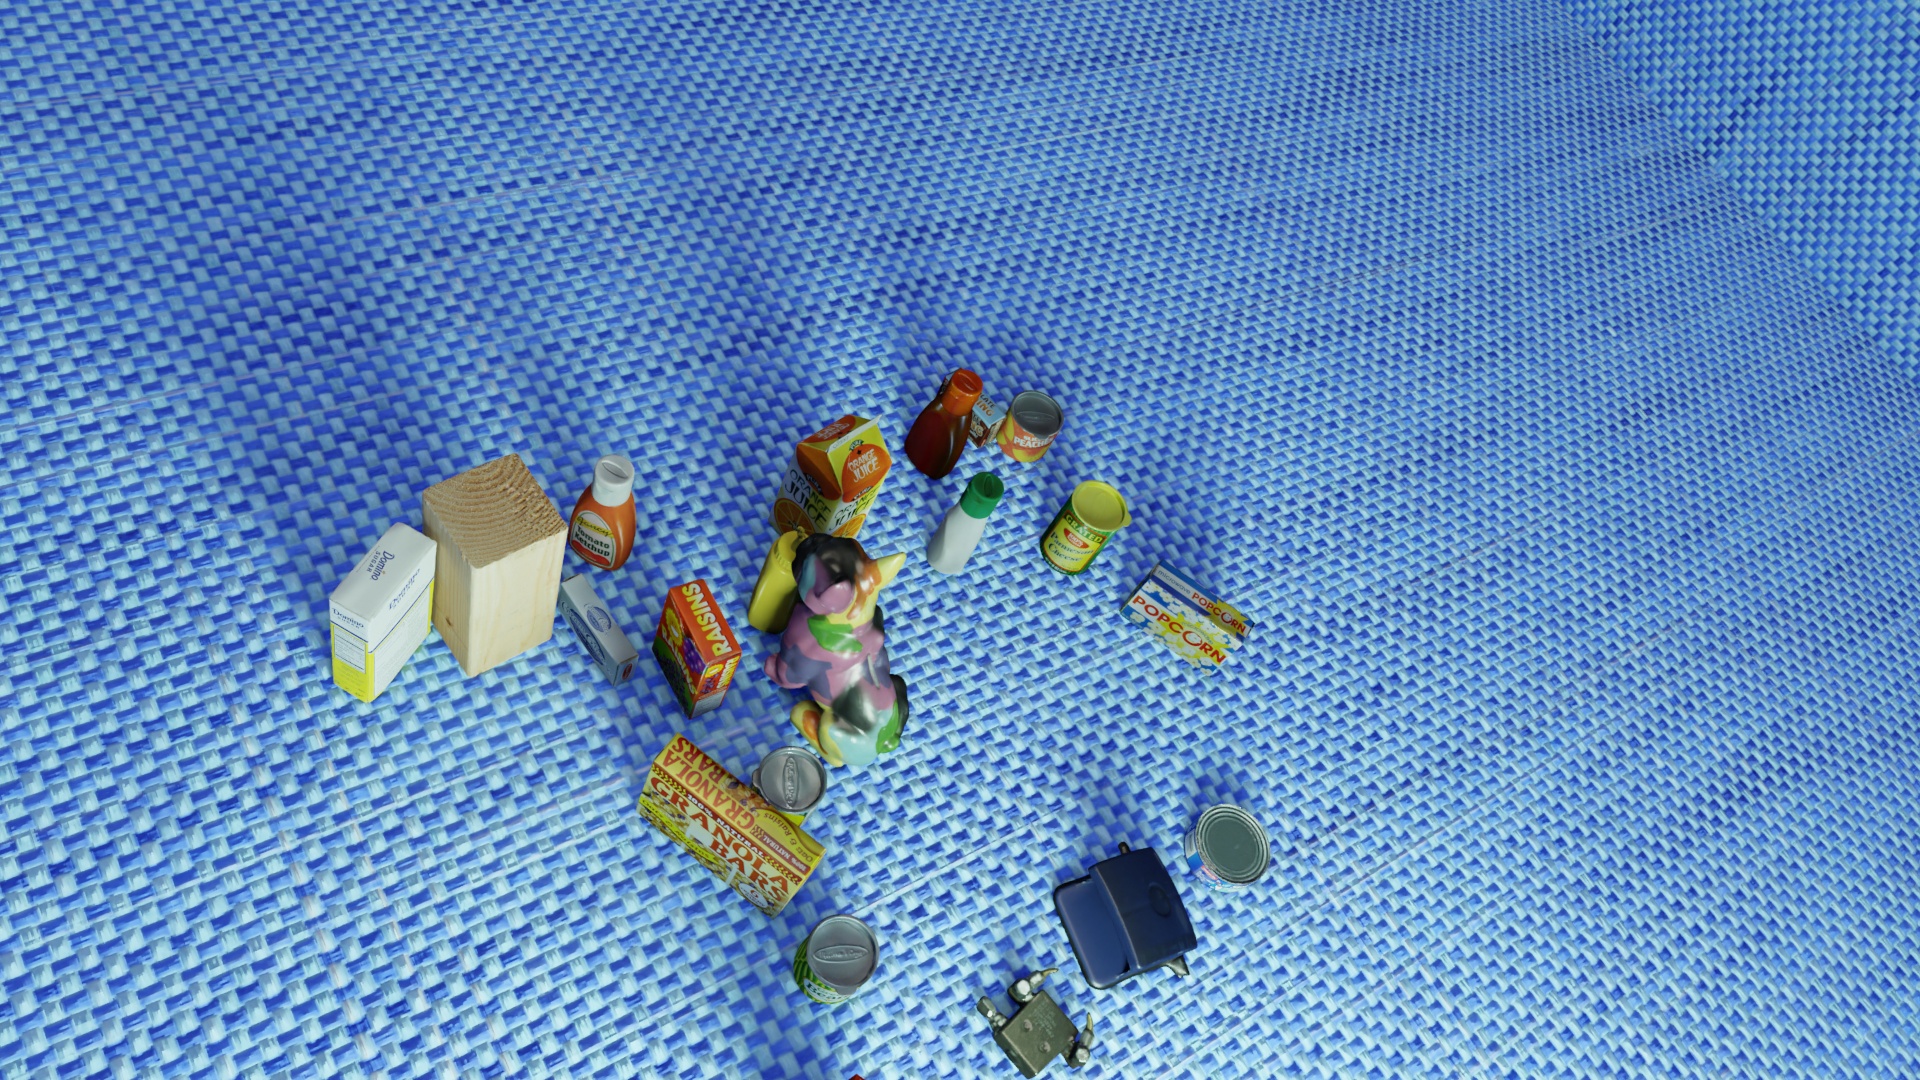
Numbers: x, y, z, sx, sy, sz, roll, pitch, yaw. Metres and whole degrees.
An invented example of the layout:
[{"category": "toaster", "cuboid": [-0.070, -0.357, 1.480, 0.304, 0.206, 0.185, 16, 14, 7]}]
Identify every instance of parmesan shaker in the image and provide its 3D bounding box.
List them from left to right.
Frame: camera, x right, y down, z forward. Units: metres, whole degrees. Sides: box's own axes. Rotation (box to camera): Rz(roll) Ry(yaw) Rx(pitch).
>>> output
[{"category": "parmesan shaker", "cuboid": [0.138, -0.011, 1.550, 0.071, 0.102, 0.071, 10, 56, -15]}]

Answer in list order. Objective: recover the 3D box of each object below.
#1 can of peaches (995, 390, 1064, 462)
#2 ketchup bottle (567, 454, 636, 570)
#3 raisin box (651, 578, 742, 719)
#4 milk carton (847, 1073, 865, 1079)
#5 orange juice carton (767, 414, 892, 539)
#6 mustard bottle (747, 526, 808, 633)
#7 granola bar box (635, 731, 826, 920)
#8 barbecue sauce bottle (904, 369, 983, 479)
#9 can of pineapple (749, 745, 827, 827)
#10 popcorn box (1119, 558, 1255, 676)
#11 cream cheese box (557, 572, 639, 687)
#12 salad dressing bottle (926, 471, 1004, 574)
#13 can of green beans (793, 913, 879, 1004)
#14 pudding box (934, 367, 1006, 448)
[{"category": "can of peaches", "cuboid": [0.081, -0.132, 1.633, 0.071, 0.057, 0.071, 10, 56, -15]}, {"category": "ketchup bottle", "cuboid": [-0.343, -0.029, 1.346, 0.065, 0.148, 0.044, 31, 53, 0]}, {"category": "raisin box", "cuboid": [-0.251, 0.103, 1.313, 0.040, 0.122, 0.086, -19, 68, -30]}, {"category": "milk carton", "cuboid": [-0.085, 0.481, 1.093, 0.072, 0.189, 0.074, 34, 53, 2]}, {"category": "orange juice carton", "cuboid": [-0.130, -0.059, 1.421, 0.072, 0.191, 0.073, -34, 76, -34]}, {"category": "mustard bottle", "cuboid": [-0.171, 0.033, 1.366, 0.049, 0.159, 0.065, 20, 54, -8]}, {"category": "granola bar box", "cuboid": [-0.207, 0.256, 1.231, 0.165, 0.123, 0.039, 37, 54, 4]}, {"category": "barbecue sauce bottle", "cuboid": [-0.016, -0.131, 1.539, 0.065, 0.147, 0.044, 47, 55, 11]}, {"category": "can of pineapple", "cuboid": [-0.165, 0.233, 1.303, 0.071, 0.057, 0.071, 10, 56, -15]}, {"category": "popcorn box", "cuboid": [0.250, 0.086, 1.542, 0.127, 0.084, 0.038, 35, 53, 3]}, {"category": "cream cheese box", "cuboid": [-0.348, 0.086, 1.329, 0.024, 0.053, 0.104, -29, 73, -33]}, {"category": "salad dressing bottle", "cuboid": [0.005, -0.018, 1.475, 0.044, 0.147, 0.064, 15, 55, -12]}, {"category": "can of green beans", "cuboid": [-0.111, 0.373, 1.235, 0.071, 0.057, 0.071, 10, 56, -15]}, {"category": "pudding box", "cuboid": [0.012, -0.156, 1.626, 0.030, 0.049, 0.084, -32, 74, -34]}]
